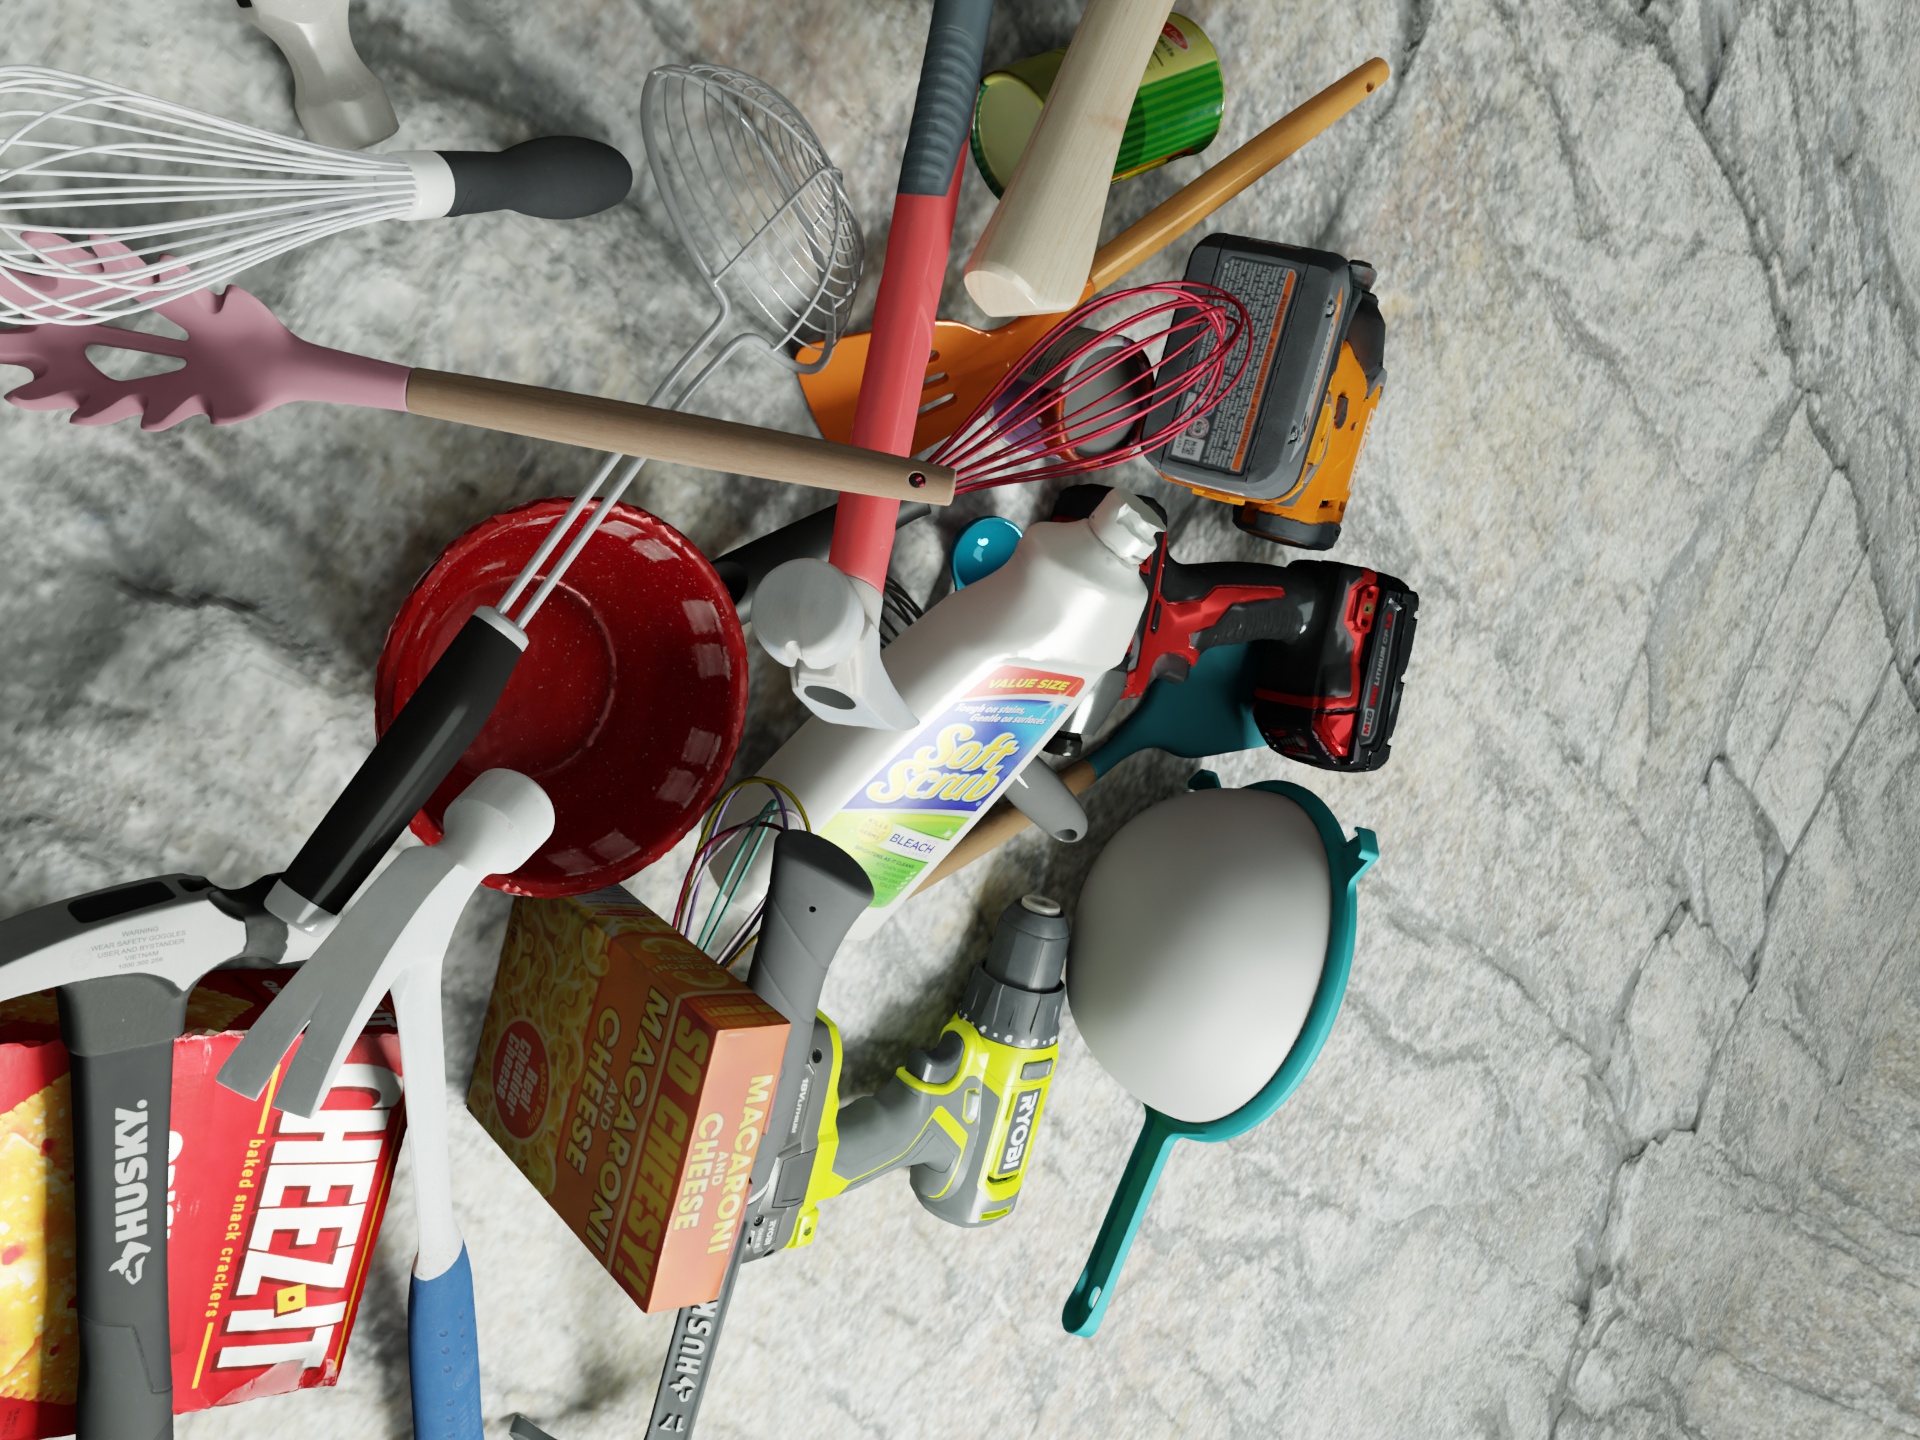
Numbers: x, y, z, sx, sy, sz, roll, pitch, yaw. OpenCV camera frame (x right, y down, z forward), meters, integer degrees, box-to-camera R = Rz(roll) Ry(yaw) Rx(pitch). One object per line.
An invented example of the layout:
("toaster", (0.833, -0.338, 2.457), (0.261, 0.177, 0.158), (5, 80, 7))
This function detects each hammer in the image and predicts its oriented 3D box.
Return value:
("hammer", (-0.115, -0.330, 0.584), (0.331, 0.031, 0.130), (-35, 129, -26))
("hammer", (-0.216, 0.214, 0.644), (0.144, 0.035, 0.405), (-57, 163, -51))
("hammer", (-0.014, -0.189, 0.651), (0.143, 0.038, 0.386), (57, 41, -72))
("hammer", (-0.111, 0.226, 0.726), (0.149, 0.036, 0.408), (13, 115, -7))
("hammer", (0.088, -0.354, 0.683), (0.146, 0.038, 0.411), (37, 69, -39))
("hammer", (-0.297, 0.218, 0.553), (0.146, 0.035, 0.334), (-6, 110, -43))

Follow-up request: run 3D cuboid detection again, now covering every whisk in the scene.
("whisk", (-0.201, -0.170, 0.512), (0.284, 0.070, 0.070), (-33, 131, -56))
("whisk", (-0.124, 0.126, 0.719), (0.047, 0.051, 0.245), (23, 118, -10))
("whisk", (-0.002, -0.113, 0.709), (0.296, 0.073, 0.073), (-29, 129, -1))
("whisk", (-0.002, -0.002, 0.803), (0.055, 0.055, 0.238), (-54, 129, -10))

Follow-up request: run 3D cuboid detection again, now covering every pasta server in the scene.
("pasta server", (-0.157, -0.105, 0.528), (0.316, 0.040, 0.060), (10, 97, -5))

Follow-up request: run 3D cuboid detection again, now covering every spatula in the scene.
("spatula", (0.059, 0.040, 0.892), (0.317, 0.044, 0.082), (-30, 112, -27))
("spatula", (0.071, -0.222, 0.743), (0.322, 0.041, 0.080), (-37, 137, -10))

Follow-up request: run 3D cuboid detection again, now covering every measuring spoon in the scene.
("measuring spoon", (-0.009, -0.048, 0.817), (0.042, 0.021, 0.128), (21, 103, -33))

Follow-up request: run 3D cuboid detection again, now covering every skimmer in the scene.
("skimmer", (-0.149, -0.089, 0.592), (0.363, 0.090, 0.127), (-58, 137, -14))

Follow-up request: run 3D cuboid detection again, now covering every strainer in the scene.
("strainer", (0.097, 0.182, 0.899), (0.095, 0.211, 0.340), (21, 91, -21))

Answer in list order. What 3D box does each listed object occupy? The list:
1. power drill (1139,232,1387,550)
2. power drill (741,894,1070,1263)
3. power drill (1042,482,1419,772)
("power drill", (0.174, -0.181, 0.835), (0.226, 0.084, 0.164), (0, 106, -67))
("power drill", (-0.034, 0.190, 0.853), (0.228, 0.080, 0.190), (2, 107, -45))
("power drill", (0.136, -0.038, 0.872), (0.219, 0.079, 0.143), (11, 92, -27))
